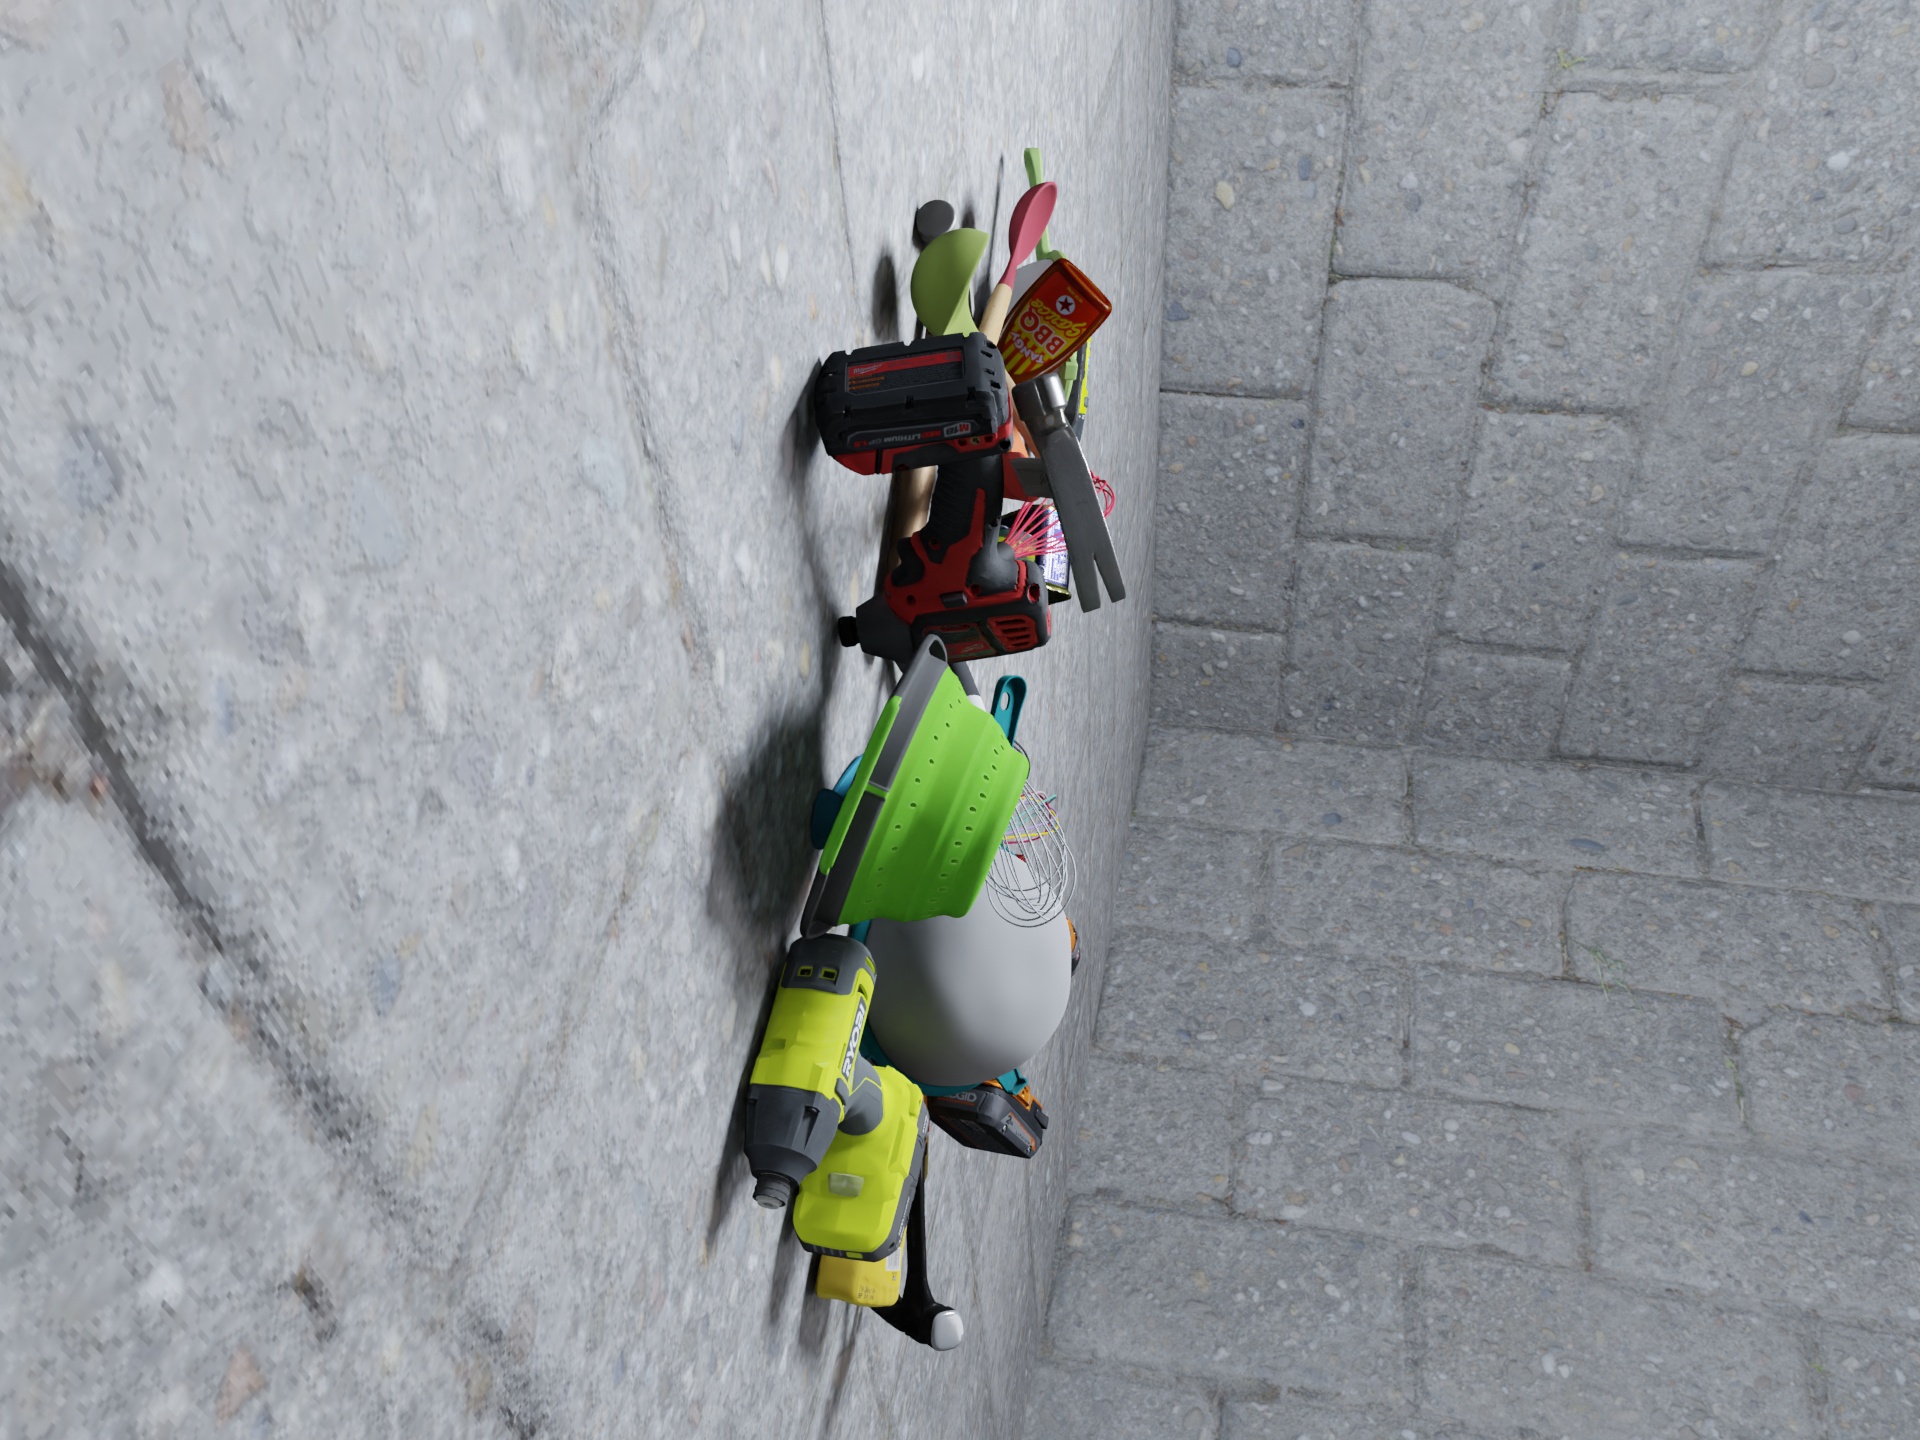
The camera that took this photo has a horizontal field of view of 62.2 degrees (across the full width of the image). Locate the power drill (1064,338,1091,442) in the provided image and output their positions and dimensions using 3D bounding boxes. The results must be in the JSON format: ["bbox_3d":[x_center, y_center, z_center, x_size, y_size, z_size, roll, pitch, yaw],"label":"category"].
[{"bbox_3d":[0.097,-0.348,1.668,0.228,0.080,0.190,-38,132,-79],"label":"power drill"}]

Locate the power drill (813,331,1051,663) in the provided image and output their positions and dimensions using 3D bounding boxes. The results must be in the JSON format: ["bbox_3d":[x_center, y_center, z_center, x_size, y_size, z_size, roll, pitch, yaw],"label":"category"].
[{"bbox_3d":[-0.023,-0.127,1.016,0.079,0.143,0.219,-93,174,-48],"label":"power drill"}]

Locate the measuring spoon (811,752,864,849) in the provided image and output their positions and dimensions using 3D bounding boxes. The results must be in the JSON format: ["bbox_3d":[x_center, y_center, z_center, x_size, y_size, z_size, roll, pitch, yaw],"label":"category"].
[{"bbox_3d":[-0.075,0.052,1.118,0.129,0.021,0.042,-57,151,-64],"label":"measuring spoon"}]

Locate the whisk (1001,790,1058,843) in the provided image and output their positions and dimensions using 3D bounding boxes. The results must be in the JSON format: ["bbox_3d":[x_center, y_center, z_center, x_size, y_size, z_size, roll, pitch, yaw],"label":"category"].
[{"bbox_3d":[0.031,0.109,1.502,0.245,0.051,0.047,-20,84,-58],"label":"whisk"}]

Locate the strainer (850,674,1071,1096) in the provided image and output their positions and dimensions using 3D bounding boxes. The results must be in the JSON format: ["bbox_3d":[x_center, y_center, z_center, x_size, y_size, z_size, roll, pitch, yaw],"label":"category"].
[{"bbox_3d":[0.033,0.129,1.241,0.210,0.095,0.340,20,78,-40],"label":"strainer"}]

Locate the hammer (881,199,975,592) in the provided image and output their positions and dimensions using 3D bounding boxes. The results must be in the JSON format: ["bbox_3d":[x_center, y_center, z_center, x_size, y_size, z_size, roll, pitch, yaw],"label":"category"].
[{"bbox_3d":[-0.028,-0.210,1.200,0.130,0.031,0.331,49,48,-75],"label":"hammer"}]

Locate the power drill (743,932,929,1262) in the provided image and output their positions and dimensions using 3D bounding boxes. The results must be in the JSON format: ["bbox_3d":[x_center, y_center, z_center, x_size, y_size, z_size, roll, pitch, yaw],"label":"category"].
[{"bbox_3d":[-0.086,0.267,1.056,0.223,0.080,0.171,75,23,-52],"label":"power drill"}]

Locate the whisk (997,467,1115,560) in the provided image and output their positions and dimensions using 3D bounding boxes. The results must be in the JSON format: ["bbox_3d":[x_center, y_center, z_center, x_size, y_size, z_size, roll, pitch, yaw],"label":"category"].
[{"bbox_3d":[0.048,-0.153,1.385,0.296,0.073,0.073,-40,140,-44],"label":"whisk"}]

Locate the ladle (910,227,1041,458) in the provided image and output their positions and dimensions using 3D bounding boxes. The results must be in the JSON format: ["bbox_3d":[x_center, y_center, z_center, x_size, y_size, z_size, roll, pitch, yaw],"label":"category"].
[{"bbox_3d":[0.043,-0.252,1.208,0.319,0.062,0.078,48,61,-55],"label":"ladle"}]

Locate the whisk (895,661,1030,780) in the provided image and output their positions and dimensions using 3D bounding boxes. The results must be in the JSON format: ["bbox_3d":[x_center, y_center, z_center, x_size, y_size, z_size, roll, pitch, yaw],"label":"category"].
[{"bbox_3d":[-0.001,-0.004,1.294,0.238,0.055,0.055,53,41,-48],"label":"whisk"}]

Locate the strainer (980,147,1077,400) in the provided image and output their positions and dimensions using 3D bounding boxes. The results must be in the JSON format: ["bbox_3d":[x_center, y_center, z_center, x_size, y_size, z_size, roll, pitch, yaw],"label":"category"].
[{"bbox_3d":[0.051,-0.395,1.430,0.151,0.069,0.256,138,-52,-75],"label":"strainer"}]

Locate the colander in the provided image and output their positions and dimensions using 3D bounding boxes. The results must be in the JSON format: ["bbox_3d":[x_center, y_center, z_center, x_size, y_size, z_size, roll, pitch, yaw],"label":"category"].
[{"bbox_3d":[-0.018,0.061,1.073,0.397,0.094,0.204,86,26,-87],"label":"colander"}]

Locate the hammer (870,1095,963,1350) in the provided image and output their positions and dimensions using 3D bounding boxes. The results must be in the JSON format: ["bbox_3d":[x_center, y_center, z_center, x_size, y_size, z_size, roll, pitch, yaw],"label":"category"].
[{"bbox_3d":[-0.043,0.338,1.325,0.127,0.034,0.337,-4,-94,59],"label":"hammer"}]

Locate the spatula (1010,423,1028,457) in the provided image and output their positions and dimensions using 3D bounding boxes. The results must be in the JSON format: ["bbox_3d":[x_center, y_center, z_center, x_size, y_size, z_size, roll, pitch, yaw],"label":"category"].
[{"bbox_3d":[-0.001,-0.173,1.338,0.081,0.041,0.323,64,26,-23],"label":"spatula"}]

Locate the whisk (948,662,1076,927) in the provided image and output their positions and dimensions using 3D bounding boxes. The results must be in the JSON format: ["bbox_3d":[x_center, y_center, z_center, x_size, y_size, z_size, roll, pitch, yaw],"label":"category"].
[{"bbox_3d":[0.016,0.021,1.173,0.070,0.070,0.285,73,-3,-64],"label":"whisk"}]

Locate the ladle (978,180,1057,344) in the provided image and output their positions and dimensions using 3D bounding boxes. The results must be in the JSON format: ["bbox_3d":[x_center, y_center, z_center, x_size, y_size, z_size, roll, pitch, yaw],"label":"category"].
[{"bbox_3d":[0.029,-0.325,1.271,0.069,0.031,0.316,99,6,-56],"label":"ladle"}]

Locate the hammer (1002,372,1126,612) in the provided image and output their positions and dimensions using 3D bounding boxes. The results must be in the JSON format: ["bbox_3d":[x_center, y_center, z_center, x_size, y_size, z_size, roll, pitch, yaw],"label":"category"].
[{"bbox_3d":[0.041,-0.168,1.153,0.359,0.036,0.149,-136,-153,-77],"label":"hammer"}]

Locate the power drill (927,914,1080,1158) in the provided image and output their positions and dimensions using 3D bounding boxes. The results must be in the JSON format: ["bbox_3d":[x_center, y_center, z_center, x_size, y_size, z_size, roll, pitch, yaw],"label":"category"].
[{"bbox_3d":[0.050,0.267,1.424,0.164,0.084,0.227,53,47,-51],"label":"power drill"}]
